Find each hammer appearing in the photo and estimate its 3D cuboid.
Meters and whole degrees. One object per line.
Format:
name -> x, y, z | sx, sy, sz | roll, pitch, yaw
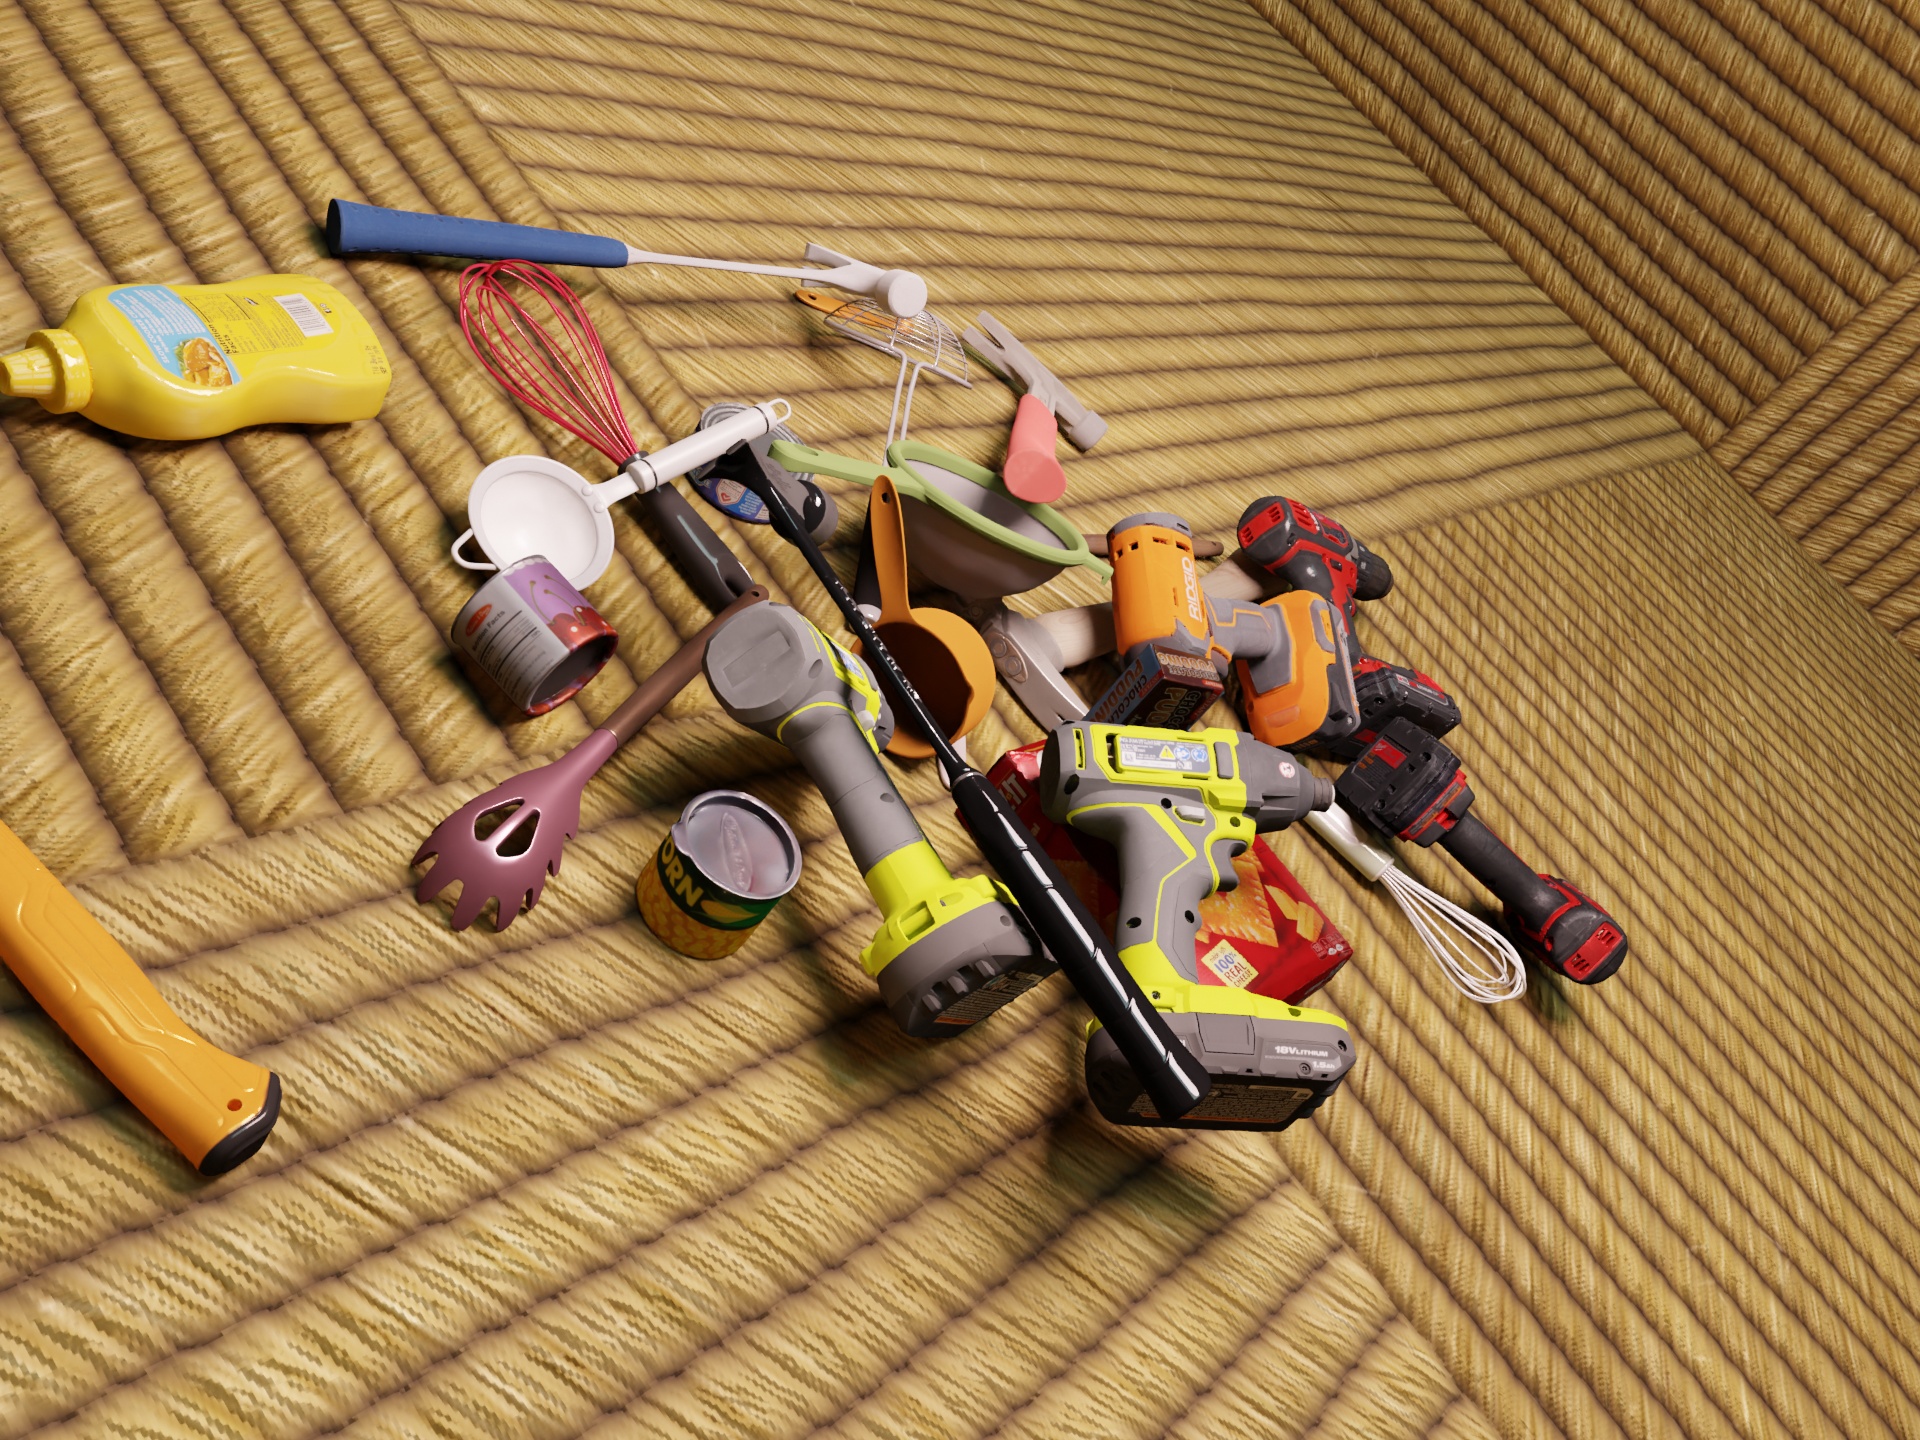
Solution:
hammer -> -0.229, -0.325, 1.115 | 0.405, 0.035, 0.144 | -4, 25, -33
hammer -> 0.052, -0.235, 1.223 | 0.149, 0.036, 0.359 | 41, 19, -10
hammer -> -0.004, 0.019, 0.795 | 0.409, 0.036, 0.149 | 55, 7, 17
hammer -> -0.394, 0.050, 0.619 | 0.337, 0.034, 0.127 | 44, 35, 6
hammer -> 0.162, -0.078, 1.243 | 0.410, 0.038, 0.146 | -20, 67, -50

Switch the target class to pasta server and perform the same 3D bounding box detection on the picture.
pasta server -> -0.180, 0.002, 0.853 | 0.060, 0.040, 0.316 | 38, 36, -2

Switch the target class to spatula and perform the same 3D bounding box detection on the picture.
spatula -> 0.109, -0.143, 1.280 | 0.315, 0.018, 0.060 | -3, 53, -42

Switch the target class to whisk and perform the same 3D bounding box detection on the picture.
whisk -> 0.316, 0.115, 1.168 | 0.246, 0.059, 0.058 | 44, 64, 13
whisk -> -0.217, -0.177, 1.001 | 0.296, 0.073, 0.073 | 52, 37, 6

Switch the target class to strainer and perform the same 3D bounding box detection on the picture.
strainer -> -0.031, -0.126, 1.022 | 0.256, 0.069, 0.152 | 6, 30, -46
strainer -> -0.196, -0.140, 0.946 | 0.258, 0.050, 0.087 | -35, 93, -35

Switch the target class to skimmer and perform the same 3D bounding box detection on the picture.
skimmer -> -0.059, -0.188, 1.172 | 0.127, 0.090, 0.364 | 21, 50, -18

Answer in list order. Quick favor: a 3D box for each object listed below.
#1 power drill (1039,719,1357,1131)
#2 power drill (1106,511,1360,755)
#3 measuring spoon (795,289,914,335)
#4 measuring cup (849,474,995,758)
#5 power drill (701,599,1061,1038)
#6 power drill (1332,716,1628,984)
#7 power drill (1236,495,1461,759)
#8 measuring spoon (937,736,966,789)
power drill -> 0.137, 0.104, 0.875 | 0.171, 0.080, 0.223 | 5, 55, -10
power drill -> 0.197, -0.043, 1.158 | 0.226, 0.084, 0.164 | 19, 58, -42
measuring spoon -> -0.086, -0.343, 1.326 | 0.116, 0.011, 0.021 | 8, 47, -36
measuring cup -> -0.026, -0.066, 0.971 | 0.052, 0.095, 0.173 | -29, 116, -57
power drill -> -0.039, 0.052, 0.858 | 0.229, 0.080, 0.190 | 58, 6, 18
power drill -> 0.394, 0.101, 1.202 | 0.219, 0.078, 0.143 | 41, 8, -7
power drill -> 0.331, -0.076, 1.330 | 0.187, 0.080, 0.227 | 16, 46, -42
measuring spoon -> -0.002, -0.003, 1.034 | 0.034, 0.018, 0.124 | 24, 40, -21
